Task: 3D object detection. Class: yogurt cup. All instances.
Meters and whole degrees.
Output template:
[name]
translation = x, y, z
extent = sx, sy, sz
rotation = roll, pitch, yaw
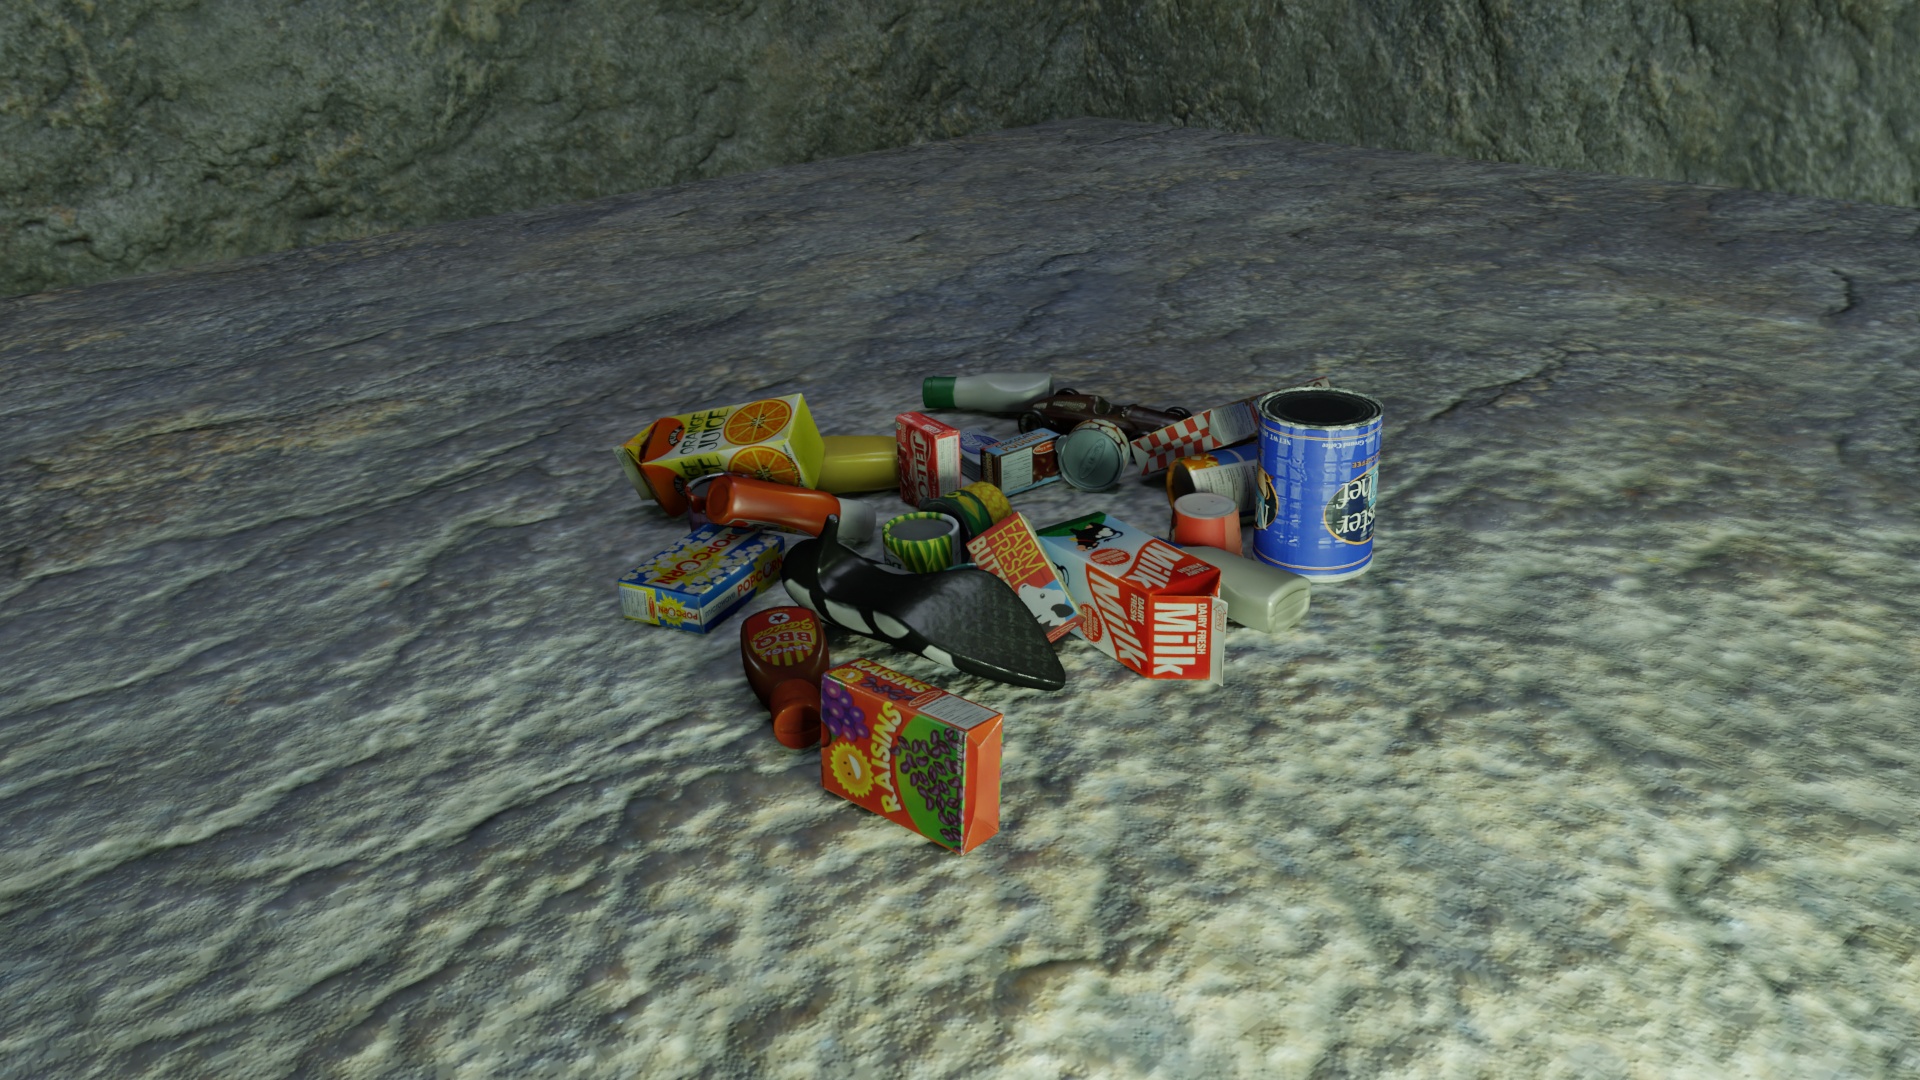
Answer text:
[yogurt cup]
translation = 0.211, -0.007, 1.200
extent = 0.072, 0.053, 0.073
rotation = -2, 25, 1

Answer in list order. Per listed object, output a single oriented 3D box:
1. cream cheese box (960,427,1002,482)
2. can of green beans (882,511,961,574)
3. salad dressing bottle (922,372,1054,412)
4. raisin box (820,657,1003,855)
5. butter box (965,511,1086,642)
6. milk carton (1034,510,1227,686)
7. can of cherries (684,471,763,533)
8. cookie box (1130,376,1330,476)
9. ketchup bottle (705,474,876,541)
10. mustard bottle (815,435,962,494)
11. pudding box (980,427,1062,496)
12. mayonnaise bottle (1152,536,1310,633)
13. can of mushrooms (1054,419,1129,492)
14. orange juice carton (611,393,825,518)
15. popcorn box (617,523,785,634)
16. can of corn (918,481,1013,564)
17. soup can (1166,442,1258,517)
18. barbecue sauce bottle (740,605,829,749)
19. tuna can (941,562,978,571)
[cream cheese box]
translation = 0.021, -0.087, 1.435
extent = 0.053, 0.024, 0.104
rotation = -16, 27, -24
[can of green beans]
translation = -0.032, 0.014, 1.176
extent = 0.071, 0.057, 0.071
rotation = -3, 24, 1
[salad dressing bottle]
translation = 0.032, -0.170, 1.592
extent = 0.148, 0.043, 0.064
rotation = 2, 27, 13
[raisin box]
translation = -0.033, 0.134, 0.878
extent = 0.123, 0.085, 0.040
rotation = 17, 25, 37
[butter box]
translation = 0.050, 0.032, 1.082
extent = 0.053, 0.024, 0.104
rotation = -34, 63, 9
[milk carton]
translation = 0.138, 0.045, 1.072
extent = 0.074, 0.072, 0.191
rotation = -17, 28, -29
[can of cherries]
translation = -0.216, -0.025, 1.282
extent = 0.071, 0.058, 0.072
rotation = -3, 24, 1
[cookie box]
translation = 0.270, -0.113, 1.369
extent = 0.168, 0.040, 0.122
rotation = -17, -3, -34
[ketchup bottle]
translation = -0.148, -0.027, 1.241
extent = 0.149, 0.043, 0.064
rotation = 9, -4, -31
[mustard bottle]
translation = -0.078, -0.077, 1.392
extent = 0.160, 0.048, 0.065
rotation = -1, 29, 3
[pudding box]
translation = 0.061, -0.076, 1.375
extent = 0.084, 0.049, 0.030
rotation = -20, 31, -31
[mayonnaise bottle]
translation = 0.208, 0.032, 1.132
extent = 0.065, 0.041, 0.148
rotation = -22, 29, -38
[can of mushrooms]
translation = 0.130, -0.085, 1.364
extent = 0.071, 0.070, 0.033
rotation = 6, 25, 19
[orange juice carton]
translation = -0.236, -0.078, 1.343
extent = 0.192, 0.071, 0.073
rotation = -9, 41, 14
[popcorn box]
translation = -0.218, 0.031, 1.185
extent = 0.085, 0.038, 0.127
rotation = 9, 27, 25
[can of corn]
translation = 0.004, -0.015, 1.223
extent = 0.058, 0.071, 0.071
rotation = -23, 31, -39
[soup can]
translation = 0.240, -0.051, 1.281
extent = 0.084, 0.071, 0.071
rotation = -11, 25, -16
[barbecue sauce bottle]
translation = -0.125, 0.099, 1.017
extent = 0.065, 0.043, 0.149
rotation = -9, 25, -9
[tuna can]
translation = 0.010, 0.046, 1.131
extent = 0.071, 0.032, 0.071
rotation = -2, 24, 1
